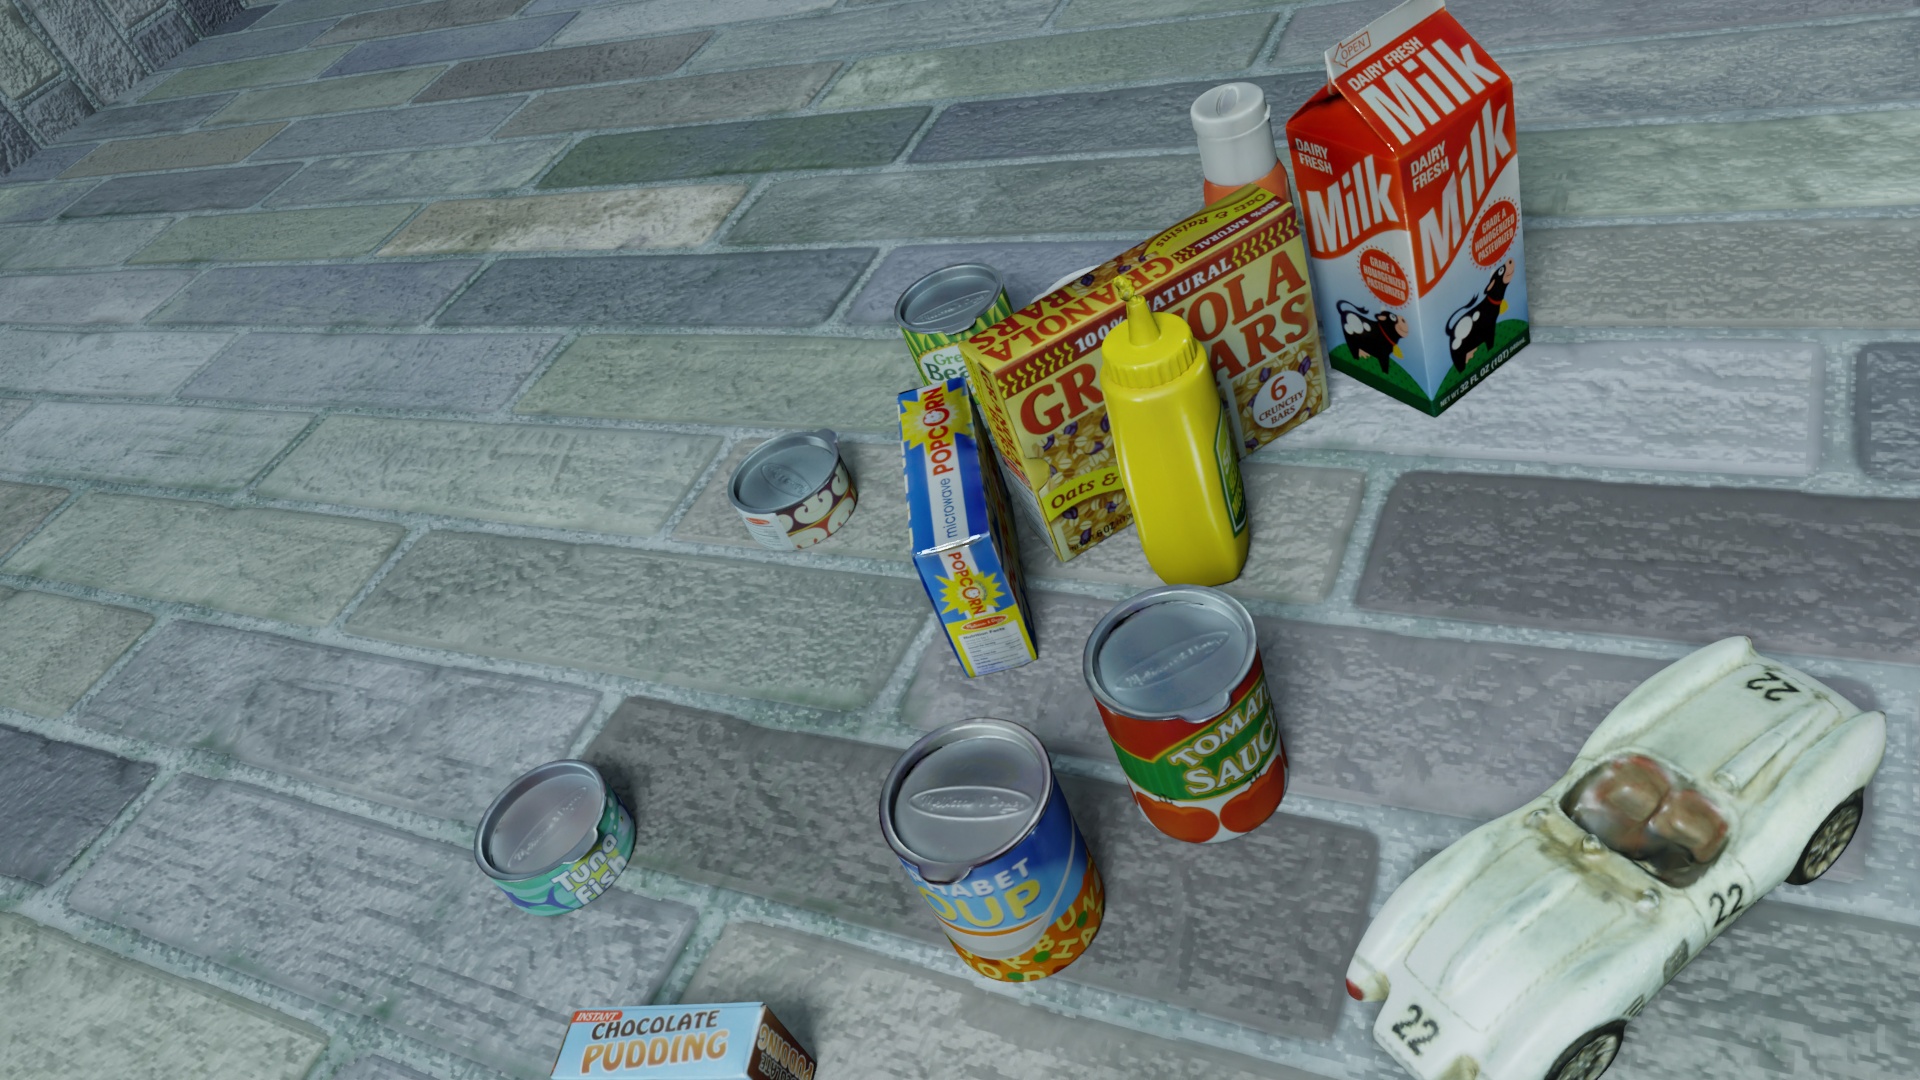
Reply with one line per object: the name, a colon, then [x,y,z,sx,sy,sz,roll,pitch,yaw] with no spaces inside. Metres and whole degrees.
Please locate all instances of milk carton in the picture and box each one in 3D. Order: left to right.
milk carton: [0.212,-0.160,0.658,0.072,0.189,0.073,-36,41,-14]

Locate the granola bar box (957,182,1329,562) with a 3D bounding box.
granola bar box: [0.095,-0.080,0.676,0.166,0.123,0.039,-30,40,-8]

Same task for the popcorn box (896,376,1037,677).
popcorn box: [0.002,-0.008,0.672,0.038,0.085,0.127,-17,40,8]

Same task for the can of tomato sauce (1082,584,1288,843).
can of tomato sauce: [0.091,0.070,0.546,0.071,0.082,0.071,-13,41,12]

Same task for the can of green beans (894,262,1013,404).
can of green beans: [0.001,-0.120,0.816,0.071,0.057,0.071,-13,41,12]

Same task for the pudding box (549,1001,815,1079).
pudding box: [-0.104,0.198,0.523,0.083,0.049,0.030,-8,43,18]

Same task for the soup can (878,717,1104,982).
soup can: [0.013,0.121,0.527,0.071,0.083,0.072,-13,41,12]

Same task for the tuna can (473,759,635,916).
tuna can: [-0.185,0.138,0.640,0.071,0.032,0.071,-13,41,12]

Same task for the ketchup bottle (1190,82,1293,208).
ketchup bottle: [0.153,-0.162,0.720,0.043,0.148,0.065,-5,44,21]

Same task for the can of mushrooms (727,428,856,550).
can of mushrooms: [-0.092,-0.029,0.779,0.071,0.033,0.071,-13,41,12]

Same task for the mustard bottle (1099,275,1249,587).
mustard bottle: [0.093,-0.050,0.617,0.049,0.159,0.066,-7,43,19]

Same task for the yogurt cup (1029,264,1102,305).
yogurt cup: [0.081,-0.113,0.774,0.072,0.053,0.073,-13,41,12]
